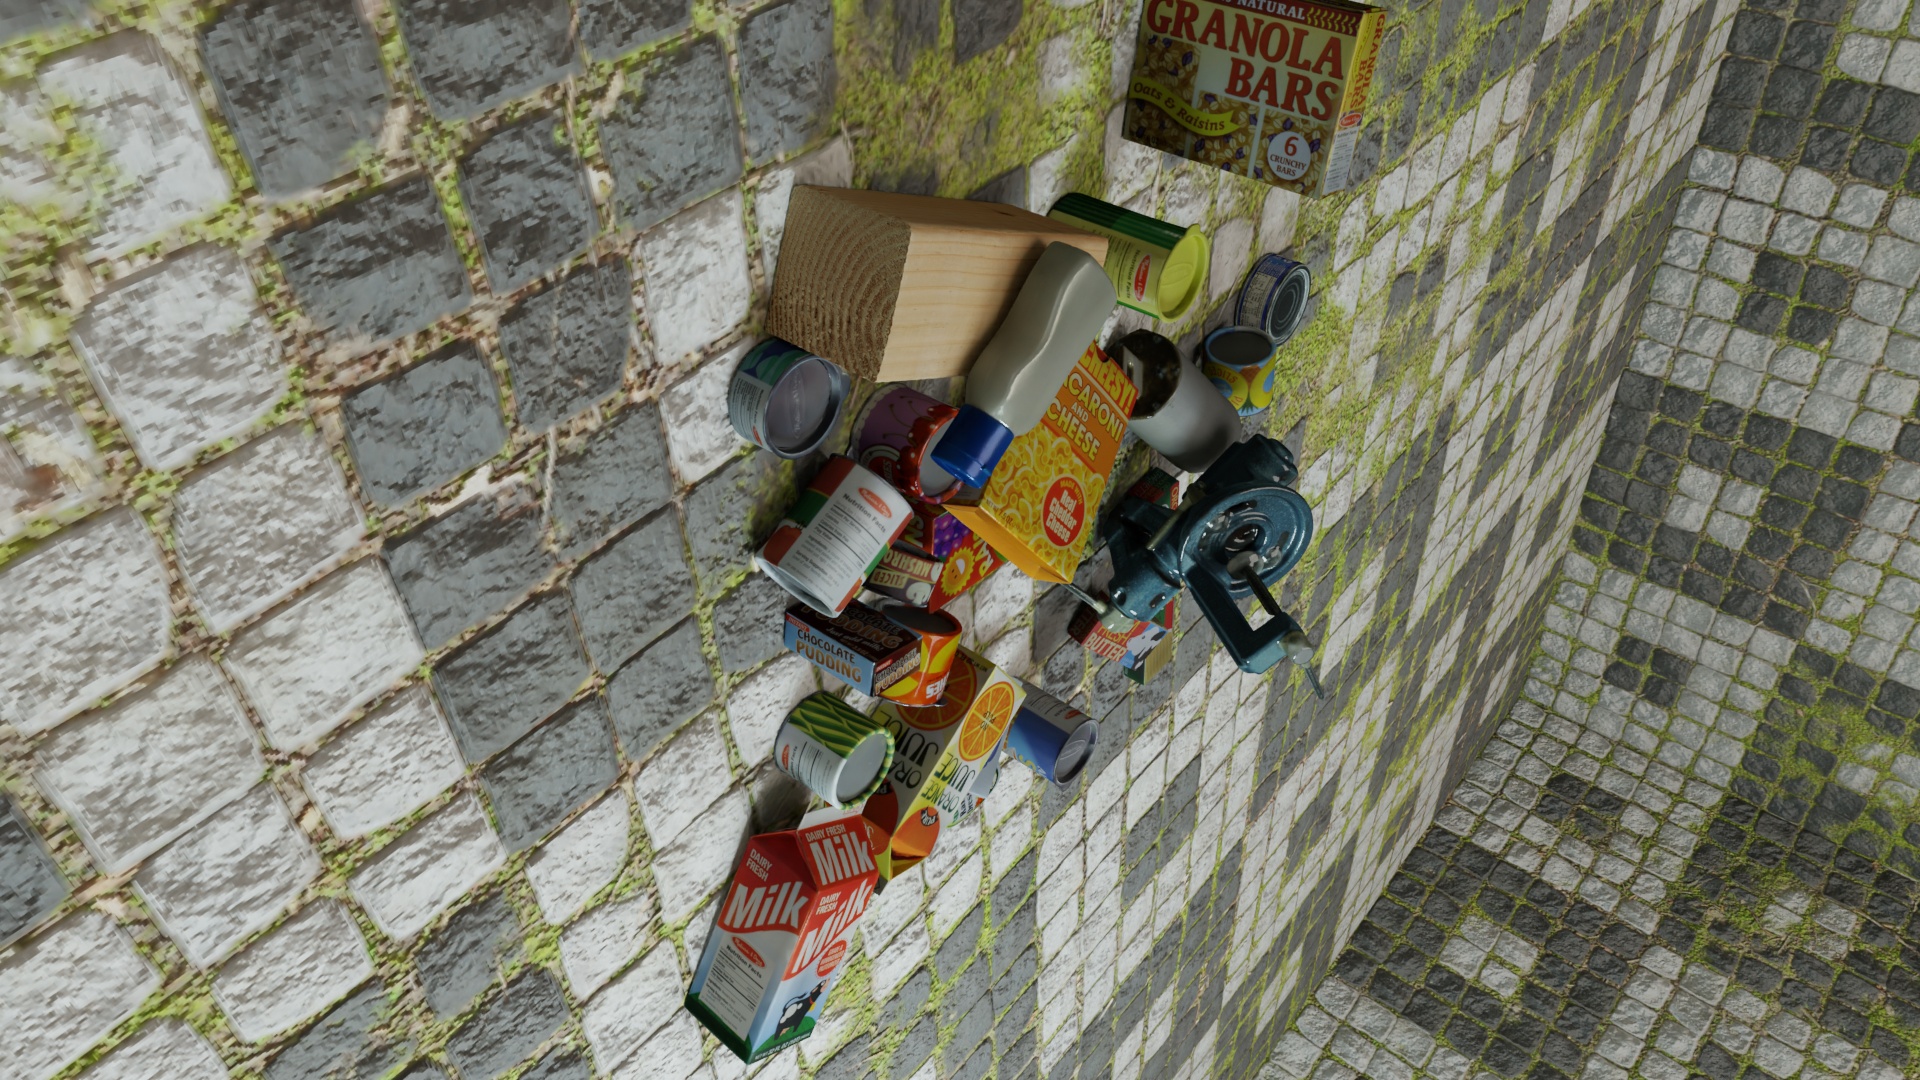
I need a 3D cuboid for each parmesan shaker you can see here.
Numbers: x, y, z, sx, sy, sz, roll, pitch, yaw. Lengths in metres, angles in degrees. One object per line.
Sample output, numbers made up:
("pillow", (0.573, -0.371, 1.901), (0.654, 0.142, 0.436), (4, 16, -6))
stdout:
("parmesan shaker", (0.115, -0.204, 0.983), (0.071, 0.103, 0.071), (-37, 141, -37))

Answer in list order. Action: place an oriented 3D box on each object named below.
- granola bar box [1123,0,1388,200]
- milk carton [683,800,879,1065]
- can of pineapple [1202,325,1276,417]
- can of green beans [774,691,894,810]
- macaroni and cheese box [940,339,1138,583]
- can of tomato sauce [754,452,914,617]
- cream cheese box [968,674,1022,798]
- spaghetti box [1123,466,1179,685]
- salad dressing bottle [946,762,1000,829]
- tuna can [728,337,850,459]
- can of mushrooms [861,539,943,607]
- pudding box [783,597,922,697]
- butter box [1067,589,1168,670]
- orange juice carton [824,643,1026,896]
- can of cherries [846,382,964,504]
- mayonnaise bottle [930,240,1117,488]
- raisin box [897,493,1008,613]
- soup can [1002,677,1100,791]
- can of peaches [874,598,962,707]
("granola bar box", (0.197, -0.319, 0.958), (0.039, 0.166, 0.123), (-27, 135, -43))
("milk carton", (-0.123, 0.273, 1.009), (0.072, 0.073, 0.190), (0, 116, -56))
("can of pineapple", (0.253, -0.154, 1.267), (0.071, 0.071, 0.057), (-42, 143, -32))
("can of green beans", (-0.089, 0.149, 0.989), (0.071, 0.058, 0.071), (-37, 141, -37))
("macaroni and cheese box", (0.062, -0.070, 1.004), (0.123, 0.040, 0.167), (39, 66, -44))
("can of tomato sauce", (-0.080, -0.003, 0.880), (0.083, 0.071, 0.071), (-54, 148, -14))
("cream cheese box", (0.013, 0.154, 1.140), (0.053, 0.024, 0.104), (31, 70, -39))
("spaghetti box", (0.184, 0.040, 1.348), (0.050, 0.029, 0.248), (-40, 143, -32))
("salad dressing bottle", (-0.028, 0.222, 1.149), (0.148, 0.044, 0.064), (-35, 131, -38))
("tuna can", (-0.100, -0.085, 0.816), (0.071, 0.033, 0.070), (-36, 141, -37))
("can of mushrooms", (-0.047, 0.018, 0.940), (0.071, 0.071, 0.033), (15, 100, -59))
("pudding box", (-0.071, 0.067, 0.926), (0.050, 0.084, 0.030), (-26, 133, -45))
("butter box", (0.148, 0.085, 1.305), (0.053, 0.024, 0.103), (-53, 139, 10))
("orange juice carton", (-0.036, 0.173, 1.074), (0.193, 0.072, 0.073), (-58, 149, -10))
("can of cherries", (-0.031, -0.062, 0.914), (0.072, 0.058, 0.071), (-37, 140, -38))
("mayonnaise bottle", (0.036, -0.102, 0.825), (0.148, 0.041, 0.064), (-57, 148, -6))
("raisin box", (0.004, -0.013, 1.024), (0.124, 0.040, 0.085), (-34, 139, -41))
("soup can", (0.068, 0.169, 1.218), (0.072, 0.084, 0.071), (-36, 140, -37))
("can of peaches", (-0.035, 0.081, 1.006), (0.071, 0.071, 0.058), (-6, 117, -55))
